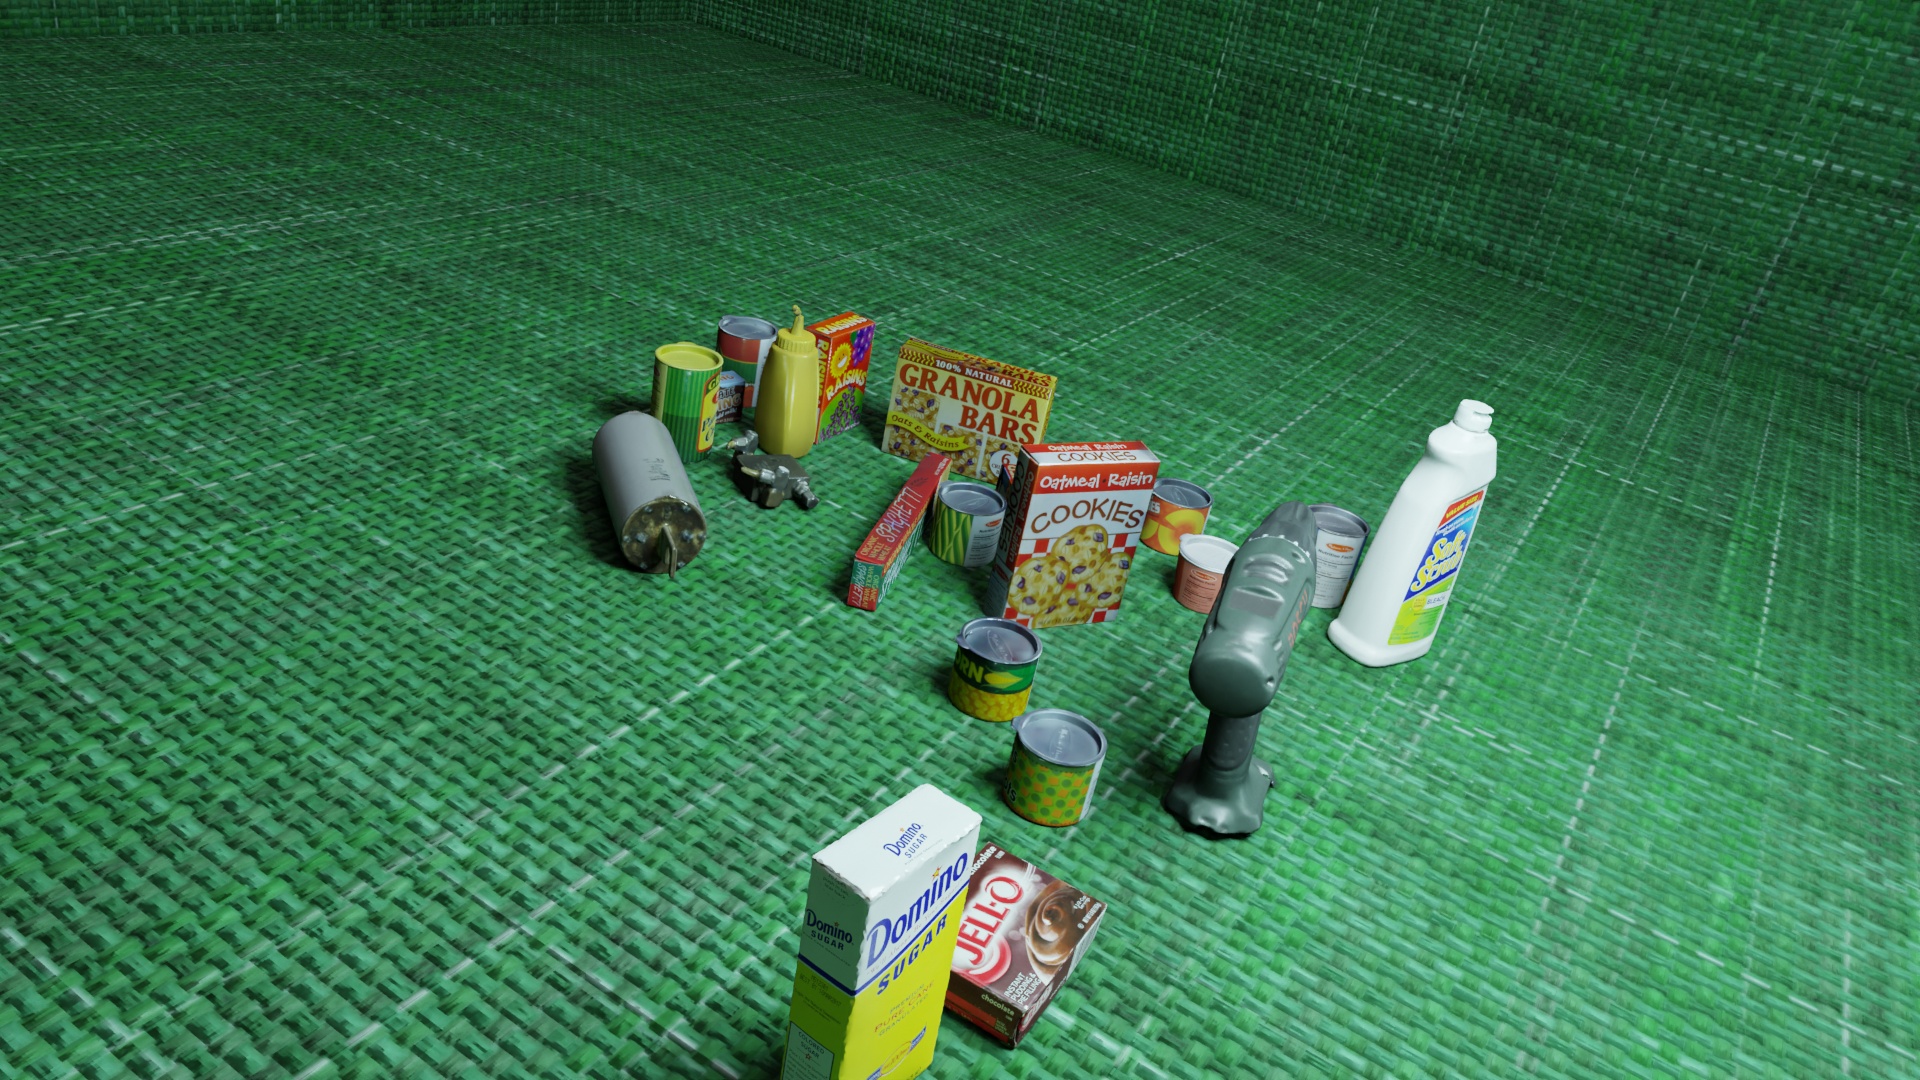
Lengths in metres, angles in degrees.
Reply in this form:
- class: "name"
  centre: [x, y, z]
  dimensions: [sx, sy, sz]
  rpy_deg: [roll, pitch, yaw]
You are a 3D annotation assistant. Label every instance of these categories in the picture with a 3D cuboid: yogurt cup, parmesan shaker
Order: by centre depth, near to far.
- class: "yogurt cup"
  centre: [0.235, 0.034, 1.322]
  dimensions: [0.072, 0.053, 0.073]
  rpy_deg: [9, 28, -5]
- class: "parmesan shaker"
  centre: [-0.276, -0.138, 1.386]
  dimensions: [0.071, 0.102, 0.071]
  rpy_deg: [10, 28, -5]

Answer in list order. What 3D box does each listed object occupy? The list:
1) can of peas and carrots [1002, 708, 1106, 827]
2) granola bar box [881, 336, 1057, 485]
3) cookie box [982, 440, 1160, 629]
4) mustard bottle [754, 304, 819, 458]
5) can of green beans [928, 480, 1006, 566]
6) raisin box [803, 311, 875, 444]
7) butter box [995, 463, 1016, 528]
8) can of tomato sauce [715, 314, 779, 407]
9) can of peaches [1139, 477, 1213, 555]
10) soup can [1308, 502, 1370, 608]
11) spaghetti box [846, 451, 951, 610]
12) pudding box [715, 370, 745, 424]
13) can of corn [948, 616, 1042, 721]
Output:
- class: "can of peas and carrots"
  centre: [0.065, 0.164, 1.006]
  dimensions: [0.071, 0.058, 0.071]
  rpy_deg: [9, 28, -5]
- class: "granola bar box"
  centre: [0.009, -0.132, 1.467]
  dimensions: [0.166, 0.123, 0.039]
  rpy_deg: [17, 28, 9]
- class: "cookie box"
  centre: [0.095, -0.004, 1.216]
  dimensions: [0.123, 0.166, 0.040]
  rpy_deg: [-3, 31, -27]
- class: "mustard bottle"
  centre: [-0.172, -0.163, 1.414]
  dimensions: [0.049, 0.159, 0.065]
  rpy_deg: [-16, 38, -42]
- class: "can of green beans"
  centre: [0.006, -0.015, 1.319]
  dimensions: [0.071, 0.057, 0.071]
  rpy_deg: [9, 28, -5]
- class: "raisin box"
  centre: [-0.137, -0.175, 1.489]
  dimensions: [0.040, 0.122, 0.086]
  rpy_deg: [24, 30, 22]
- class: "butter box"
  centre: [0.058, -0.030, 1.372]
  dimensions: [0.024, 0.052, 0.104]
  rpy_deg: [4, 29, -15]
- class: "can of tomato sauce"
  centre: [-0.240, -0.198, 1.535]
  dimensions: [0.071, 0.082, 0.071]
  rpy_deg: [9, 28, -5]
- class: "can of peaches"
  centre: [0.217, -0.025, 1.419]
  dimensions: [0.071, 0.057, 0.071]
  rpy_deg: [9, 28, -5]
- class: "soup can"
  centre: [0.360, 0.014, 1.376]
  dimensions: [0.071, 0.083, 0.072]
  rpy_deg: [9, 28, -5]
- class: "spaghetti box"
  centre: [-0.054, -0.013, 1.299]
  dimensions: [0.029, 0.050, 0.251]
  rpy_deg: [16, 28, 7]
- class: "pudding box"
  centre: [-0.271, -0.149, 1.466]
  dimensions: [0.084, 0.049, 0.030]
  rpy_deg: [-13, 37, -40]
- class: "can of corn"
  centre: [0.025, 0.103, 1.105]
  dimensions: [0.071, 0.058, 0.071]
  rpy_deg: [9, 28, -5]
